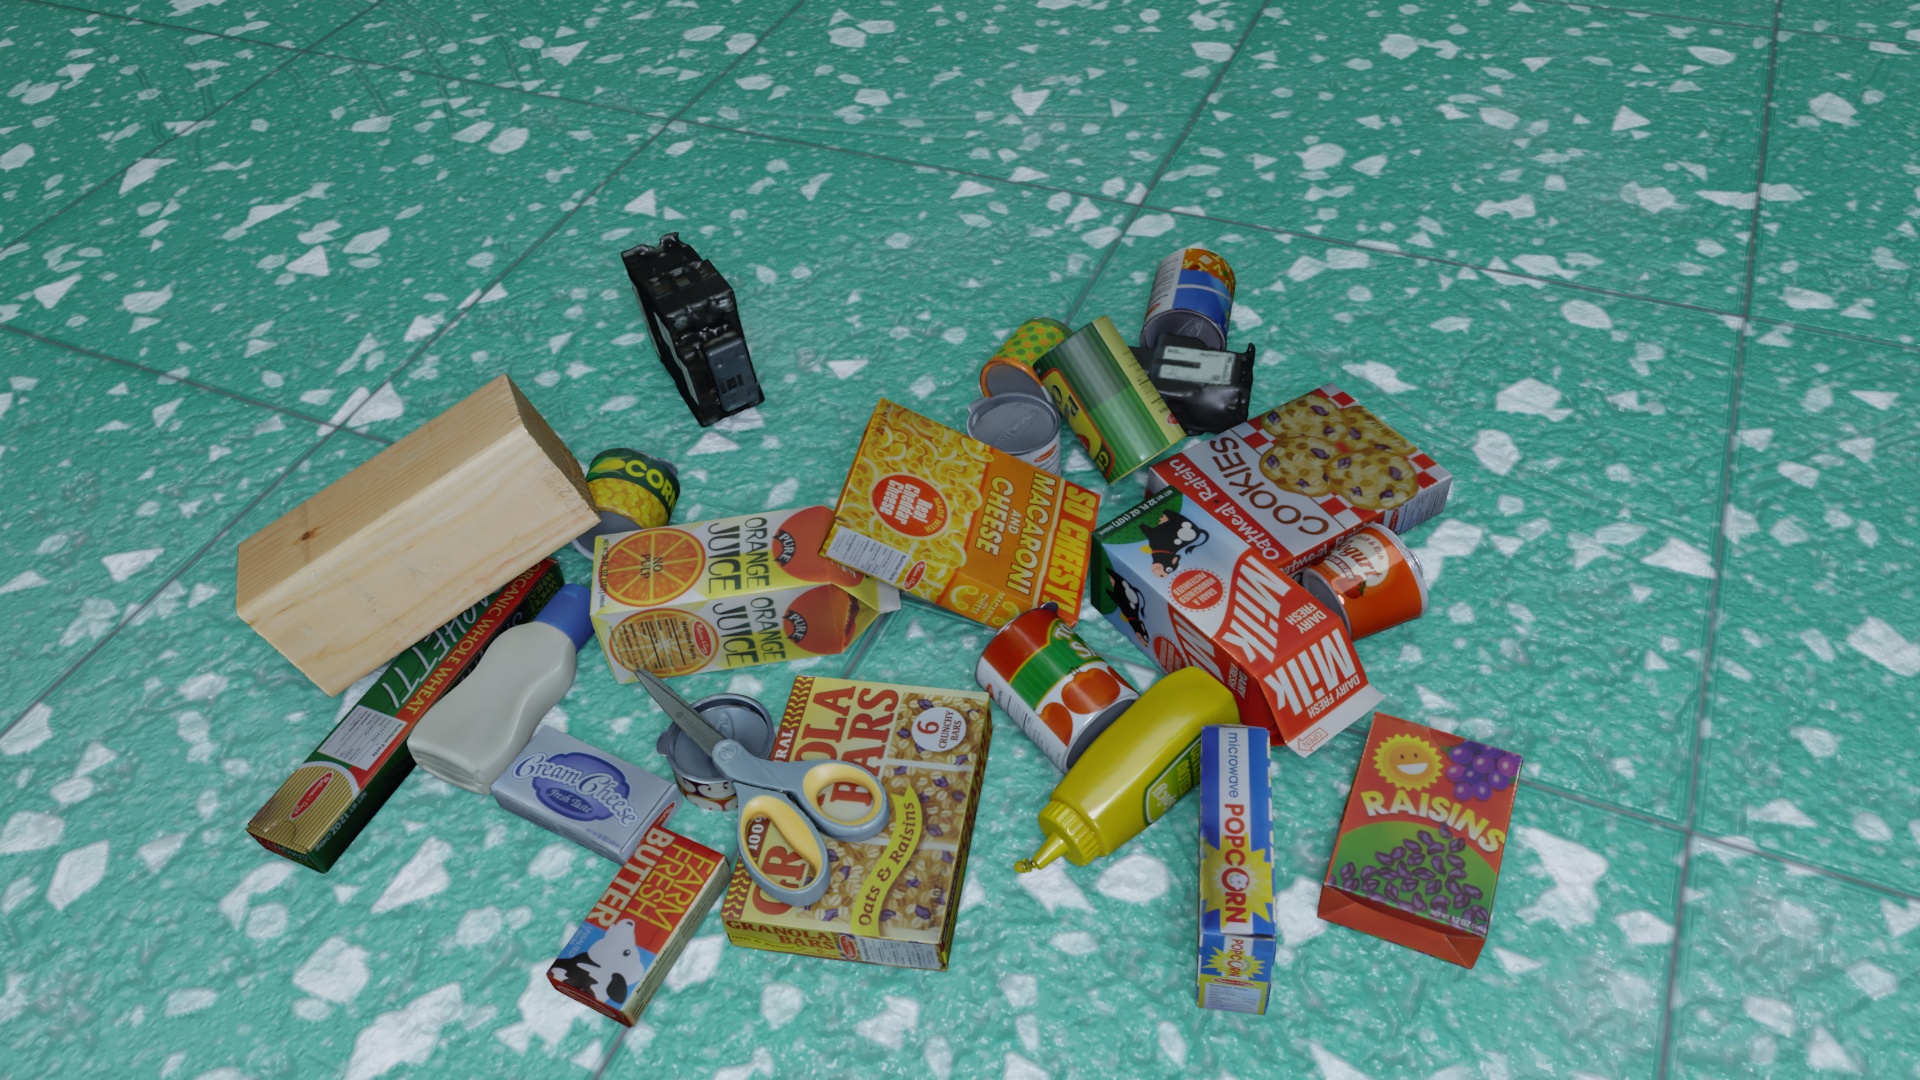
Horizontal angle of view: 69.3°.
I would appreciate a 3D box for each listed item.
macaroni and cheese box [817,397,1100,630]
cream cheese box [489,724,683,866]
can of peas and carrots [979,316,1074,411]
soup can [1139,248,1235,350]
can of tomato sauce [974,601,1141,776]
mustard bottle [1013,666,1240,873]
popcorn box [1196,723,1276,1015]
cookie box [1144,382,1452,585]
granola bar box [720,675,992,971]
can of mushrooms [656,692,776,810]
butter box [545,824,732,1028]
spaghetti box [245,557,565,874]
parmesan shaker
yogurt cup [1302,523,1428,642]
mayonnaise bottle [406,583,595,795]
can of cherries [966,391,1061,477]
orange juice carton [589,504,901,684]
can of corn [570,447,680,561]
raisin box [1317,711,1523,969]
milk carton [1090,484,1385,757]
[{"bbox_3d":[0.003,-0.011,0.917,0.166,0.040,0.124,24,45,-8],"label":"macaroni and cheese box"},{"bbox_3d":[-0.225,0.153,0.835,0.104,0.024,0.054,19,50,22],"label":"cream cheese box"},{"bbox_3d":[0.054,-0.127,1.051,0.071,0.070,0.059,23,53,25],"label":"can of peas and carrots"},{"bbox_3d":[0.182,-0.178,1.090,0.071,0.071,0.084,7,47,12],"label":"soup can"},{"bbox_3d":[0.061,0.090,0.838,0.071,0.070,0.083,-31,55,-22],"label":"can of tomato sauce"},{"bbox_3d":[0.093,0.141,0.795,0.161,0.065,0.049,-39,49,-21],"label":"mustard bottle"},{"bbox_3d":[0.146,0.173,0.740,0.038,0.084,0.127,2,47,9],"label":"popcorn box"},{"bbox_3d":[0.232,-0.034,0.964,0.168,0.040,0.123,-25,49,-19],"label":"cookie box"},{"bbox_3d":[-0.055,0.159,0.804,0.124,0.038,0.166,4,47,10],"label":"granola bar box"},{"bbox_3d":[-0.146,0.129,0.846,0.071,0.033,0.071,-2,47,3],"label":"can of mushrooms"},{"bbox_3d":[-0.177,0.213,0.774,0.053,0.024,0.104,17,51,20],"label":"butter box"},{"bbox_3d":[-0.348,0.099,0.895,0.050,0.028,0.251,16,50,19],"label":"spaghetti box"},{"bbox_3d":[0.105,-0.099,0.989,0.071,0.071,0.103,-33,89,-24],"label":"parmesan shaker"},{"bbox_3d":[0.255,0.030,0.884,0.054,0.072,0.072,-26,49,-8],"label":"yogurt cup"},{"bbox_3d":[-0.283,0.091,0.891,0.065,0.041,0.149,18,49,16],"label":"mayonnaise bottle"},{"bbox_3d":[0.038,-0.065,0.998,0.071,0.058,0.072,-3,47,3],"label":"can of cherries"},{"bbox_3d":[-0.137,0.032,0.910,0.193,0.072,0.072,-8,46,-3],"label":"orange juice carton"},{"bbox_3d":[-0.235,-0.023,0.975,0.071,0.070,0.058,3,48,8],"label":"can of corn"},{"bbox_3d":[0.256,0.163,0.772,0.086,0.039,0.124,15,49,20],"label":"raisin box"},{"bbox_3d":[0.167,0.055,0.860,0.072,0.073,0.191,-30,51,-22],"label":"milk carton"}]
